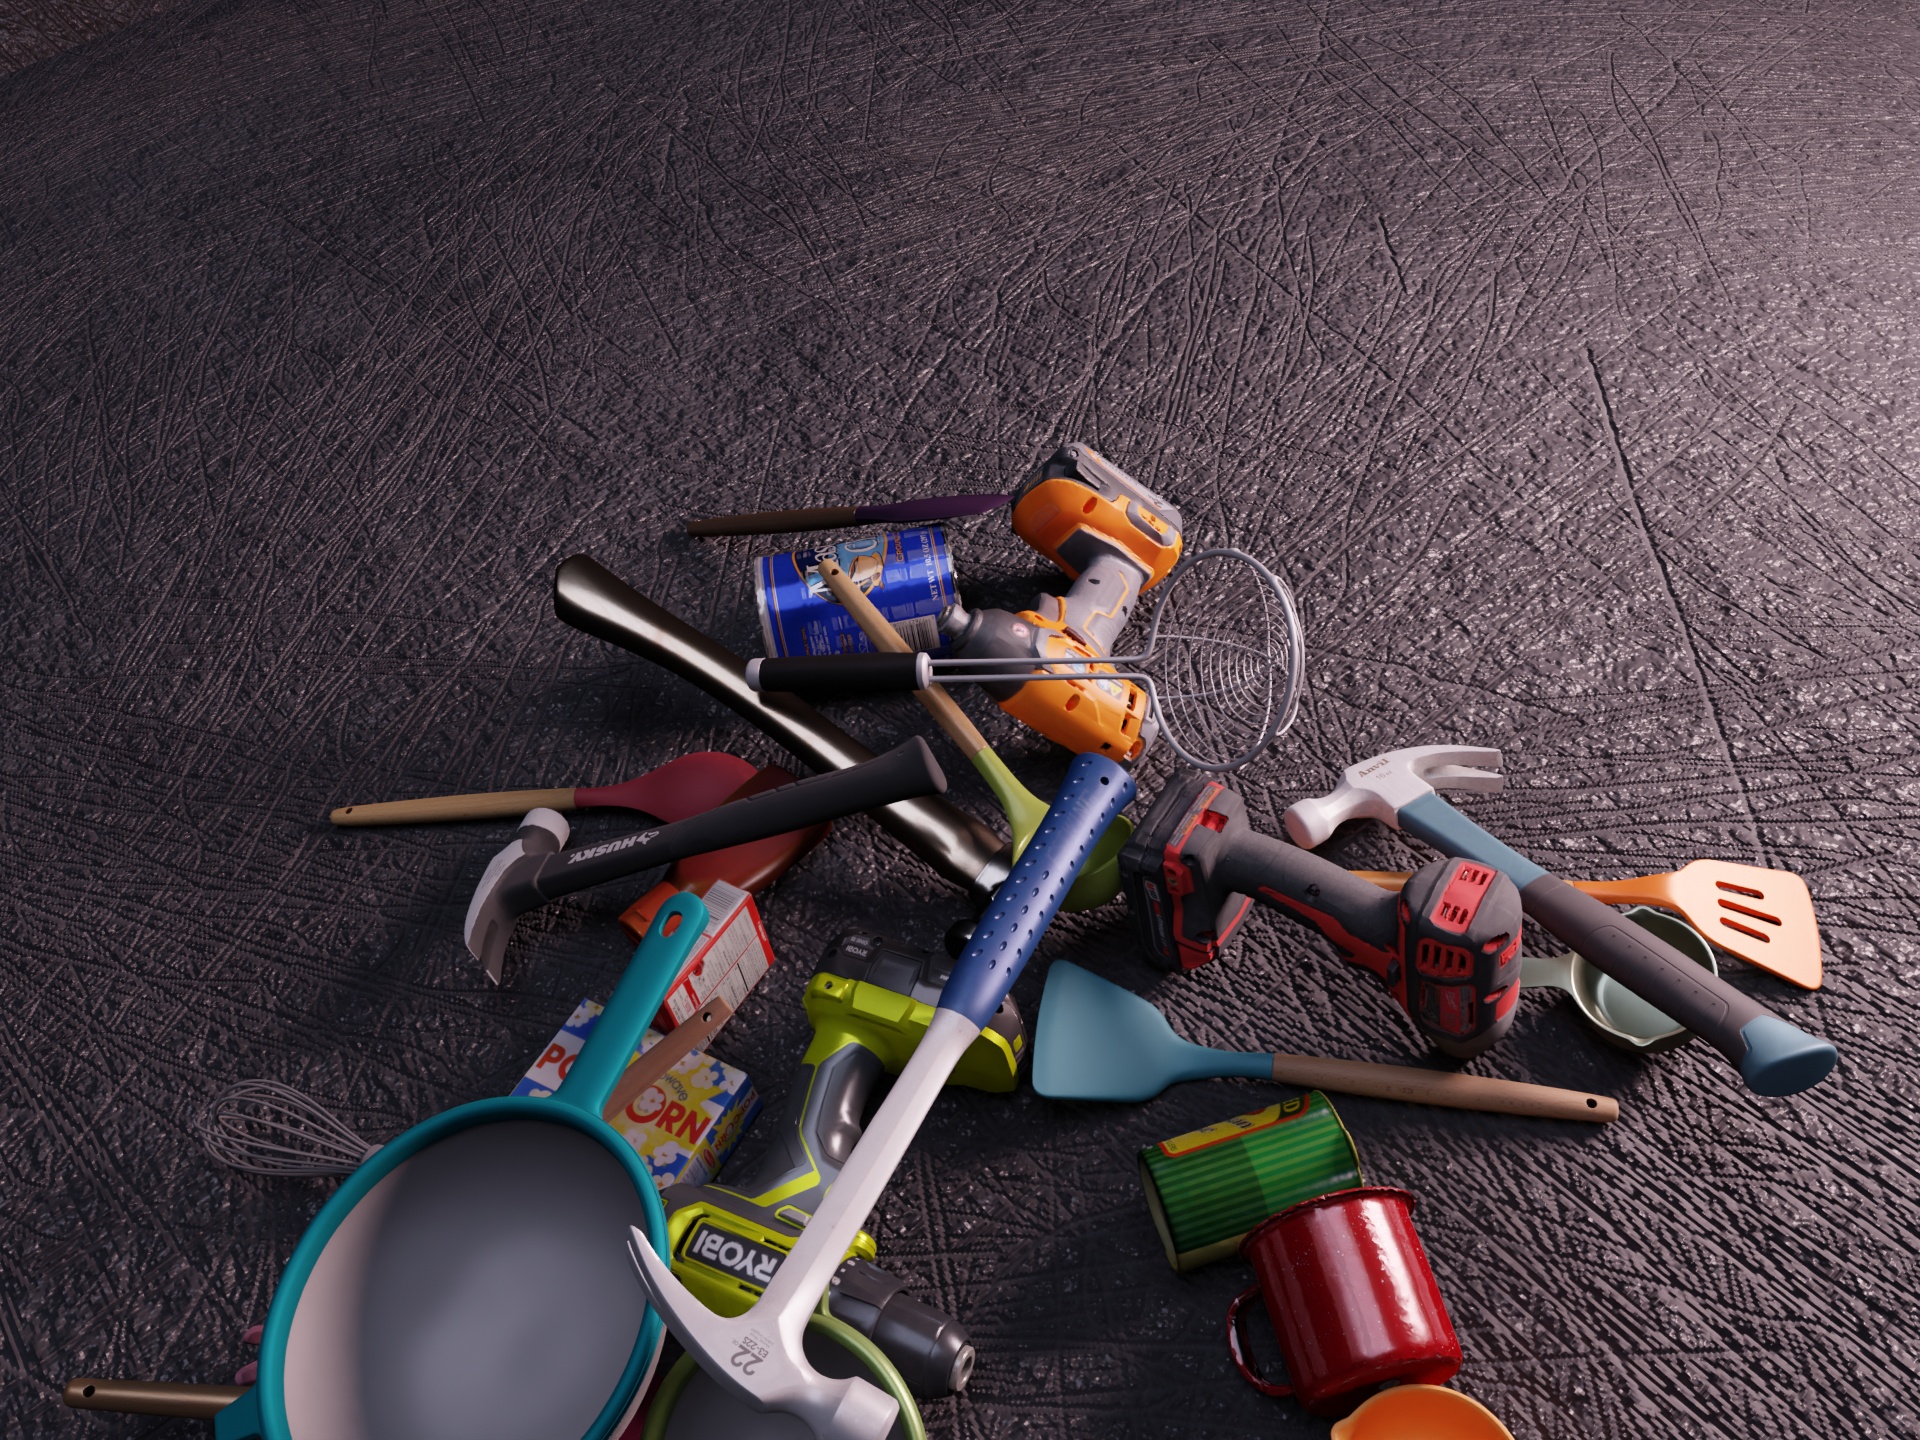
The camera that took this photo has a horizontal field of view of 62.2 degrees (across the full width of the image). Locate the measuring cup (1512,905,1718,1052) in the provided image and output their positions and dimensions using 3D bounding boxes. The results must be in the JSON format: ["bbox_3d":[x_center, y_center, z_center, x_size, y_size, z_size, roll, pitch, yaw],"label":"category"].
[{"bbox_3d":[0.345,0.152,0.915,0.167,0.038,0.083,-4,58,30],"label":"measuring cup"}]

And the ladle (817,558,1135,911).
[{"bbox_3d":[-0.002,-0.003,1.015,0.078,0.062,0.320,-30,62,-20],"label":"ladle"}]

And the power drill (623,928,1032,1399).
[{"bbox_3d":[-0.049,0.242,0.869,0.191,0.080,0.229,14,55,23],"label":"power drill"}]

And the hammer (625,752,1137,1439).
[{"bbox_3d":[-0.011,0.159,0.816,0.144,0.035,0.406,29,51,8],"label":"hammer"}]

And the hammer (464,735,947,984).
[{"bbox_3d":[-0.161,0.073,0.981,0.335,0.035,0.146,-16,30,21],"label":"hammer"}]

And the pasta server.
[{"bbox_3d":[-0.253,0.259,0.874,0.316,0.040,0.060,-40,80,-9],"label":"pasta server"}]

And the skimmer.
[{"bbox_3d":[0.025,-0.033,0.952,0.363,0.090,0.127,-1,89,19],"label":"skimmer"}]

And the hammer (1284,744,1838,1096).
[{"bbox_3d":[0.333,0.104,0.895,0.128,0.033,0.331,-27,35,-15],"label":"hammer"}]

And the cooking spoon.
[{"bbox_3d":[-0.300,0.356,0.816,0.319,0.017,0.069,4,55,0],"label":"cooking spoon"}]

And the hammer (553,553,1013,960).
[{"bbox_3d":[-0.103,-0.001,1.058,0.411,0.038,0.146,34,58,16],"label":"hammer"}]

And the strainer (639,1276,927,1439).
[{"bbox_3d":[-0.042,0.393,0.735,0.151,0.069,0.257,-45,65,2],"label":"strainer"}]

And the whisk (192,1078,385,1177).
[{"bbox_3d":[-0.341,0.259,0.926,0.239,0.055,0.055,13,51,14],"label":"whisk"}]

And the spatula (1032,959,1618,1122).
[{"bbox_3d":[0.201,0.195,0.889,0.317,0.044,0.082,5,59,12],"label":"spatula"}]

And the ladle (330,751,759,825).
[{"bbox_3d":[-0.292,0.056,1.115,0.315,0.031,0.069,-5,48,8],"label":"ladle"}]

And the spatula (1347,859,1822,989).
[{"bbox_3d":[0.343,0.109,0.960,0.322,0.041,0.081,1,49,16],"label":"spatula"}]

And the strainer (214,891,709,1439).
[{"bbox_3d":[-0.202,0.251,0.815,0.211,0.095,0.340,10,56,25],"label":"strainer"}]

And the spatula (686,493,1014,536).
[{"bbox_3d":[-0.094,-0.155,1.211,0.316,0.018,0.060,1,23,37],"label":"spatula"}]

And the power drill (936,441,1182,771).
[{"bbox_3d":[0.070,-0.087,1.101,0.164,0.084,0.227,31,47,-18],"label":"power drill"}]

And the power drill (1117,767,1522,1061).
[{"bbox_3d":[0.207,0.117,0.903,0.220,0.143,0.078,17,53,32],"label":"power drill"}]

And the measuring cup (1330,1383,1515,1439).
[{"bbox_3d":[0.193,0.388,0.710,0.095,0.052,0.174,21,56,26],"label":"measuring cup"}]
